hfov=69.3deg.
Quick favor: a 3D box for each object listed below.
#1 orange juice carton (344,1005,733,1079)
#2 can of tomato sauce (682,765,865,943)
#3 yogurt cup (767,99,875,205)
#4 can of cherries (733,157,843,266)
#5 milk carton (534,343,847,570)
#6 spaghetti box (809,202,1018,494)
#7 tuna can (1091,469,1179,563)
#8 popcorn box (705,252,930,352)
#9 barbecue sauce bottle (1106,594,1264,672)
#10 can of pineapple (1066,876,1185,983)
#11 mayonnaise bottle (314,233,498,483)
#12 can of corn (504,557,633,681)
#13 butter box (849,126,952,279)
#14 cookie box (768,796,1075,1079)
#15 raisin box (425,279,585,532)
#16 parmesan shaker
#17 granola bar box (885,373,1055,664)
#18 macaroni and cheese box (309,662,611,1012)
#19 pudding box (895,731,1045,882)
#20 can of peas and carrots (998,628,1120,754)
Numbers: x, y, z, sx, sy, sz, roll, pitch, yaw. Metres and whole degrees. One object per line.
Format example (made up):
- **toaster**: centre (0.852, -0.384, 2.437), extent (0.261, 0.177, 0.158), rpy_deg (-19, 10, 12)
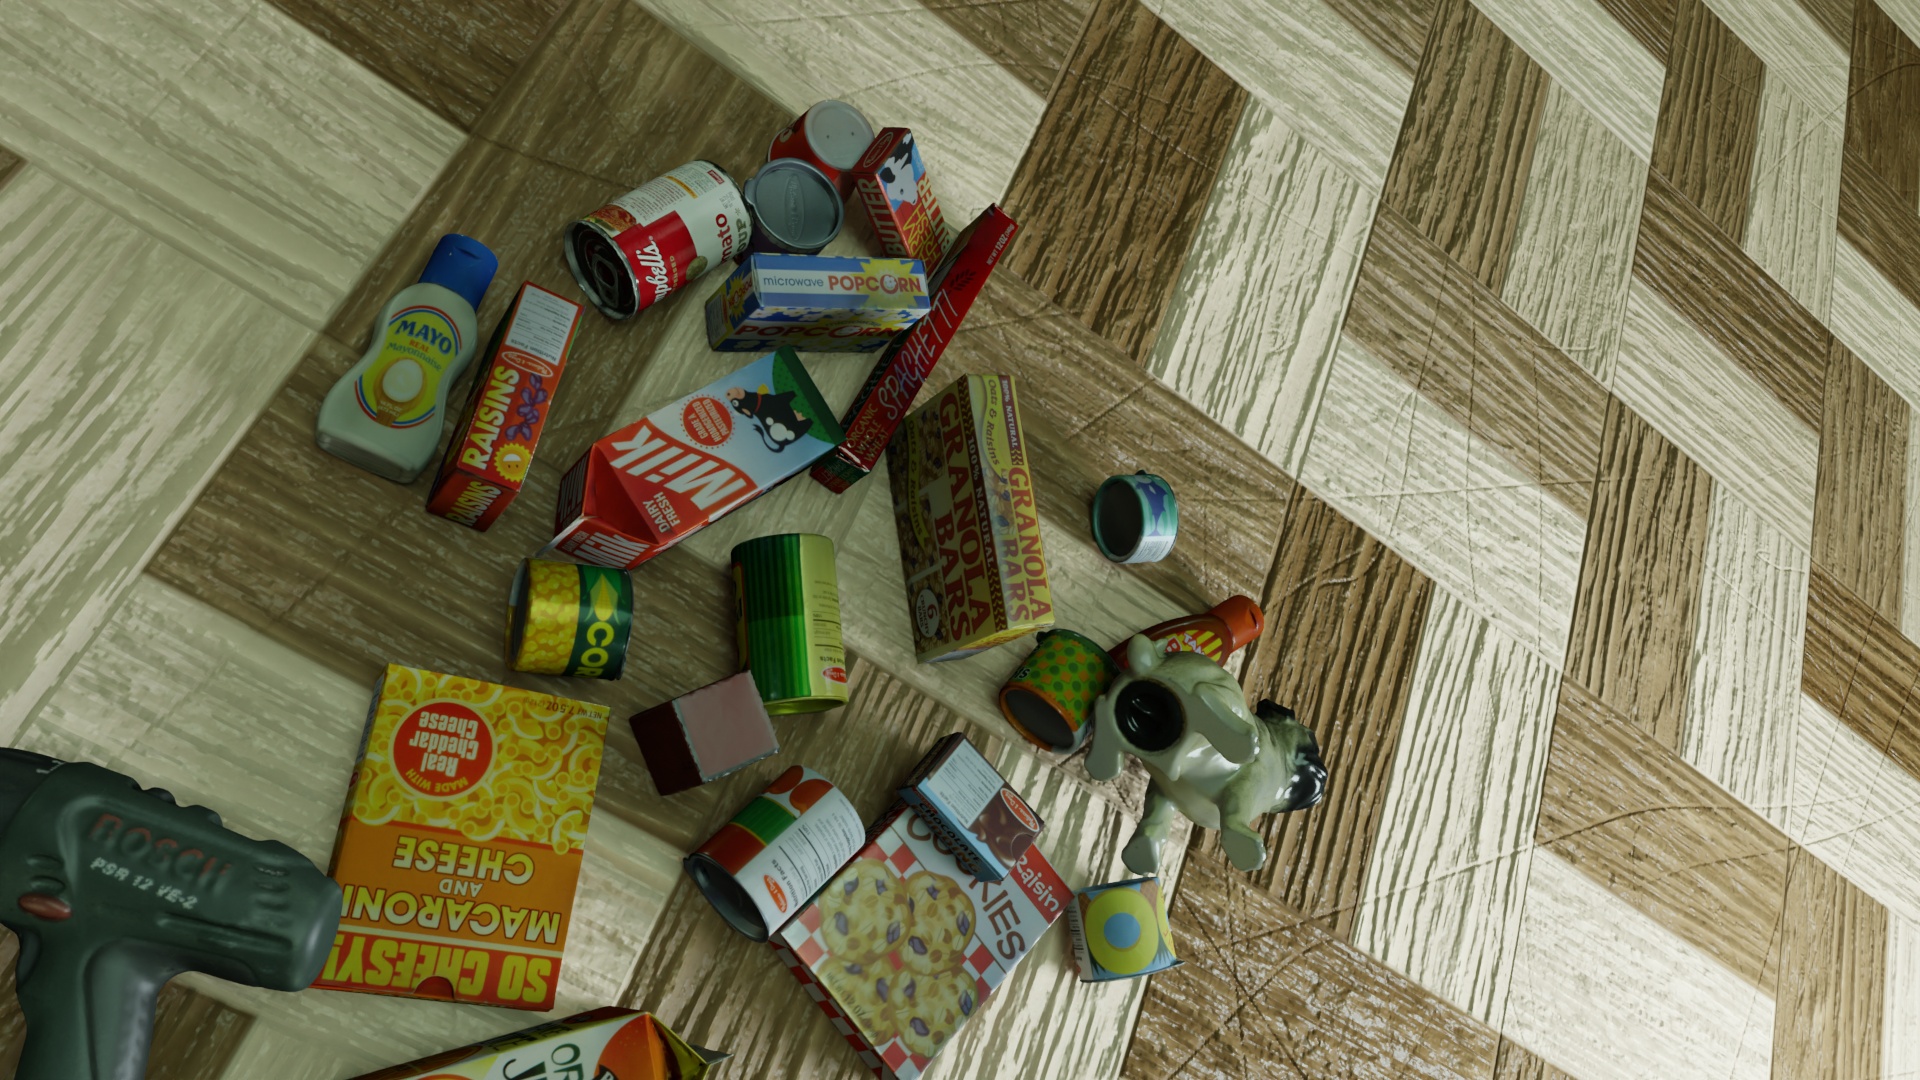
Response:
- **orange juice carton**: centre (-0.218, 0.291, 0.717), extent (0.193, 0.071, 0.073), rpy_deg (-7, 79, -32)
- **can of tomato sauce**: centre (-0.109, 0.183, 0.821), extent (0.083, 0.071, 0.071), rpy_deg (-40, 97, -33)
- **yogurt cup**: centre (-0.095, -0.273, 0.980), extent (0.072, 0.053, 0.072), rpy_deg (9, 71, -28)
- **can of cherries**: centre (-0.123, -0.218, 0.943), extent (0.071, 0.058, 0.071), rpy_deg (9, 72, -28)
- **milk carton**: centre (-0.171, -0.042, 0.850), extent (0.191, 0.072, 0.073), rpy_deg (-34, 93, -33)
- **spaghetti box**: centre (-0.030, -0.138, 0.977), extent (0.028, 0.050, 0.251), rpy_deg (37, 60, -15)
- **tuna can**: centre (0.127, -0.018, 1.022), extent (0.033, 0.071, 0.071), rpy_deg (-1, 76, -30)
- **popcorn box**: centre (-0.095, -0.156, 0.923), extent (0.127, 0.085, 0.038), rpy_deg (-5, 79, -32)
- **barbecue sauce bottle**: centre (0.164, 0.085, 1.023), extent (0.149, 0.043, 0.065), rpy_deg (-27, 95, -34)
- **can of pineapple**: centre (0.108, 0.257, 0.921), extent (0.071, 0.070, 0.058), rpy_deg (-3, 76, -31)
- **mayonnaise bottle**: centre (-0.315, -0.110, 0.806), extent (0.065, 0.041, 0.148), rpy_deg (25, 64, -20)
- **can of corn**: centre (-0.224, 0.047, 0.793), extent (0.058, 0.071, 0.071), rpy_deg (9, 71, -27)
- **butter box**: centre (-0.040, -0.234, 0.984), extent (0.053, 0.024, 0.103), rpy_deg (-60, 145, -30)
- **cookie box**: centre (-0.023, 0.234, 0.870), extent (0.168, 0.040, 0.123), rpy_deg (-41, 96, -32)
- **raisin box**: centre (-0.263, -0.076, 0.799), extent (0.040, 0.086, 0.124), rpy_deg (23, 64, -25)
- **parmesan shaker**: centre (-0.106, 0.053, 0.865), extent (0.071, 0.071, 0.103), rpy_deg (2, 73, -30)
- **granola bar box**: centre (0.003, -0.011, 0.912), extent (0.039, 0.124, 0.166), rpy_deg (-2, 76, -30)
- **macaroni and cheese box**: centre (-0.268, 0.161, 0.748), extent (0.124, 0.040, 0.167), rpy_deg (16, 67, -25)
- **pudding box**: centre (0.007, 0.167, 0.864), extent (0.083, 0.030, 0.050), rpy_deg (48, 57, -8)
- **can of peas and carrots**: centre (0.066, 0.102, 0.949), extent (0.071, 0.070, 0.059), rpy_deg (48, 58, -9)
